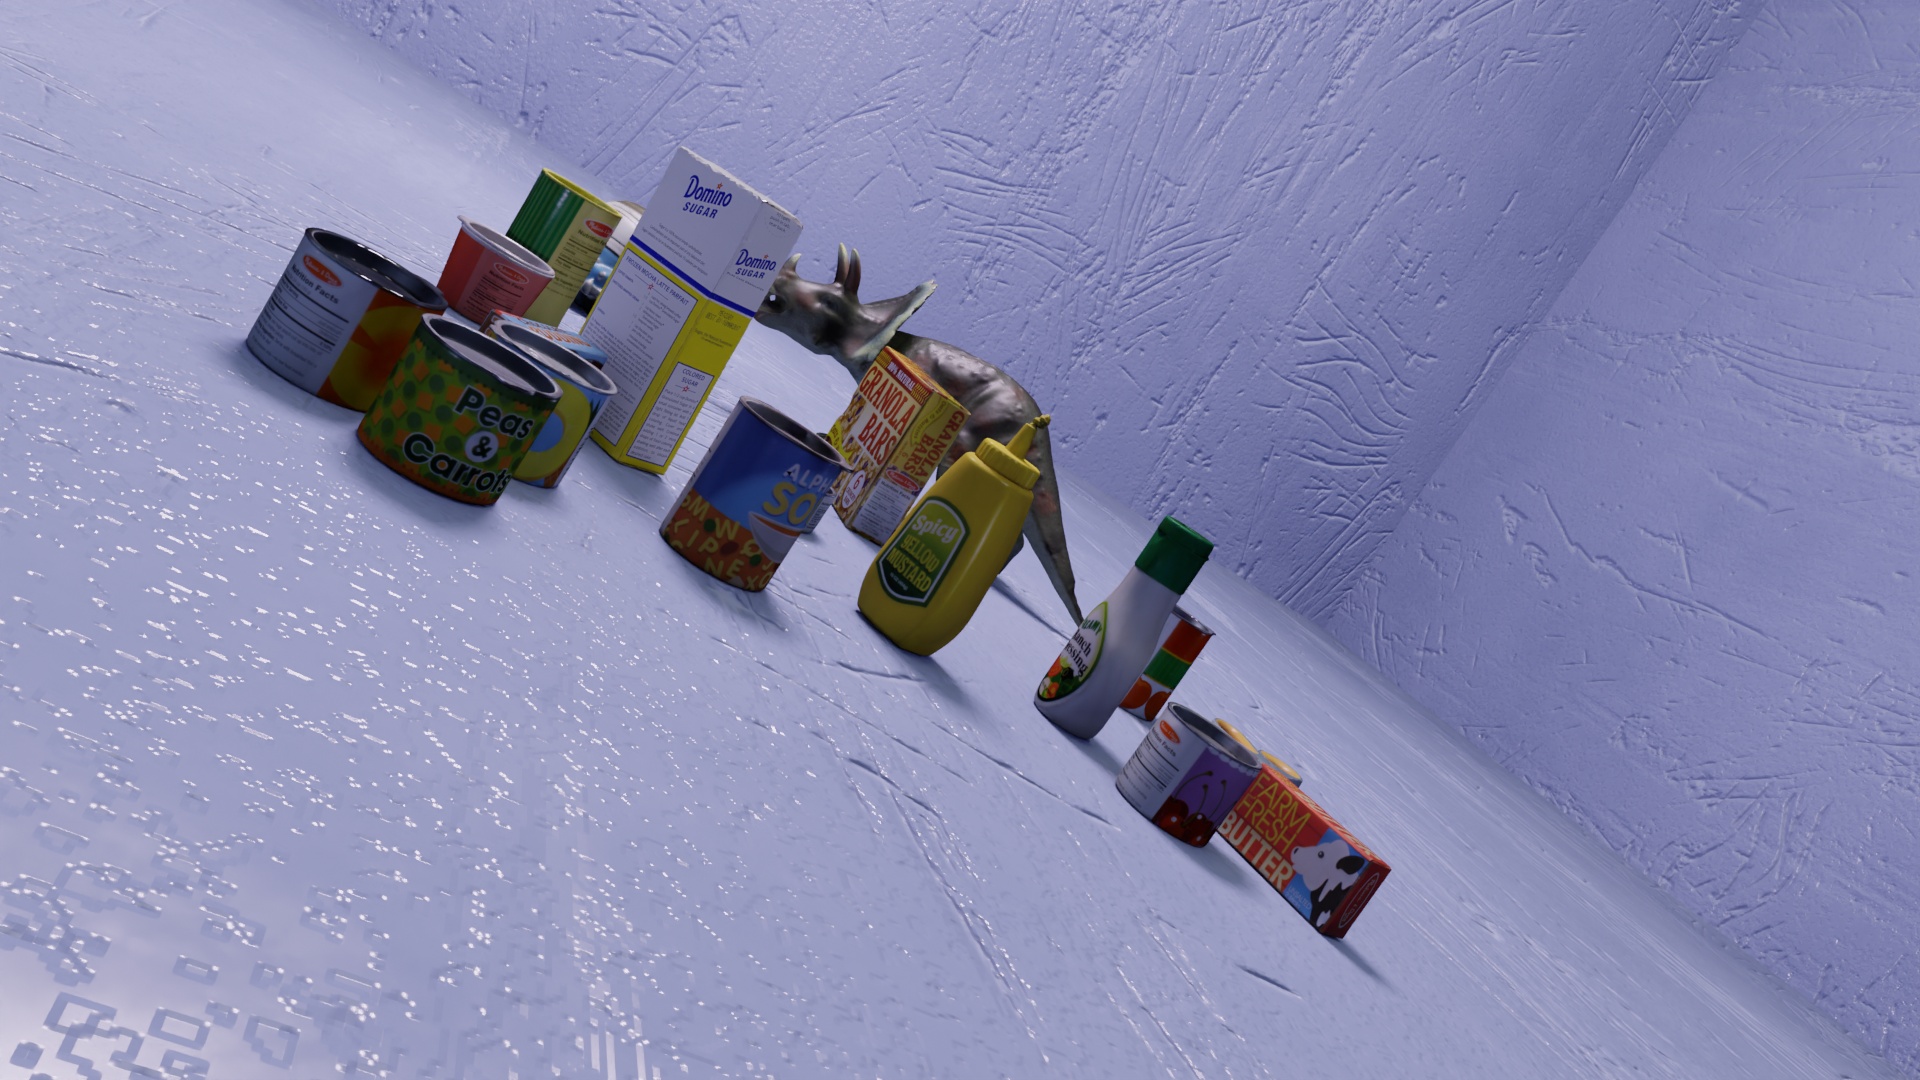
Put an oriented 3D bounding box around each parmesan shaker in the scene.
[{"bbox_3d":[-0.309,-0.217,1.036,0.071,0.103,0.071,33,8,-5],"label":"parmesan shaker"}]

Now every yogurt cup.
[{"bbox_3d":[-0.318,-0.177,0.941,0.072,0.054,0.072,33,8,-5],"label":"yogurt cup"}]

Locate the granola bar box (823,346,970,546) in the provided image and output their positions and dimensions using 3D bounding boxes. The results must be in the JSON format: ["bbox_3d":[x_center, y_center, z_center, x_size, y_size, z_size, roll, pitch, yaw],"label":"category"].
[{"bbox_3d":[-0.061,-0.080,1.113,0.039,0.124,0.166,30,8,-24],"label":"granola bar box"}]

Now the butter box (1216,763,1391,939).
[{"bbox_3d":[0.202,0.183,0.830,0.024,0.053,0.104,28,10,-37],"label":"butter box"}]

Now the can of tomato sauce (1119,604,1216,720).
[{"bbox_3d":[0.145,0.088,1.069,0.071,0.083,0.071,33,8,-5],"label":"can of tomato sauce"}]

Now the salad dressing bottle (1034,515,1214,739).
[{"bbox_3d":[0.104,0.054,0.878,0.044,0.147,0.064,31,8,-18],"label":"salad dressing bottle"}]

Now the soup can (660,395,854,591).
[{"bbox_3d":[-0.108,-0.023,0.737,0.071,0.083,0.071,33,8,-5],"label":"soup can"}]

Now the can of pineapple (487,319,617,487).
[{"bbox_3d":[-0.214,-0.068,0.682,0.071,0.058,0.071,33,8,-5],"label":"can of pineapple"}]

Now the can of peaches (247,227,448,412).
[{"bbox_3d":[-0.275,-0.098,0.627,0.071,0.058,0.071,33,8,-5],"label":"can of peaches"}]

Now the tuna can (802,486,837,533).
[{"bbox_3d":[-0.122,-0.037,0.946,0.071,0.033,0.071,33,8,-5],"label":"tuna can"}]

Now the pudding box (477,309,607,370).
[{"bbox_3d":[-0.241,-0.097,0.779,0.030,0.049,0.084,35,8,15],"label":"pudding box"}]

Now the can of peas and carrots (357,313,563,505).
[{"bbox_3d":[-0.215,-0.055,0.600,0.071,0.058,0.071,33,8,-5],"label":"can of peas and carrots"}]

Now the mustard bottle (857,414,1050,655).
[{"bbox_3d":[0.003,-0.010,0.820,0.065,0.160,0.049,38,9,33],"label":"mustard bottle"}]

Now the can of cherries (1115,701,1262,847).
[{"bbox_3d":[0.136,0.139,0.818,0.071,0.058,0.071,33,8,-5],"label":"can of cherries"}]
